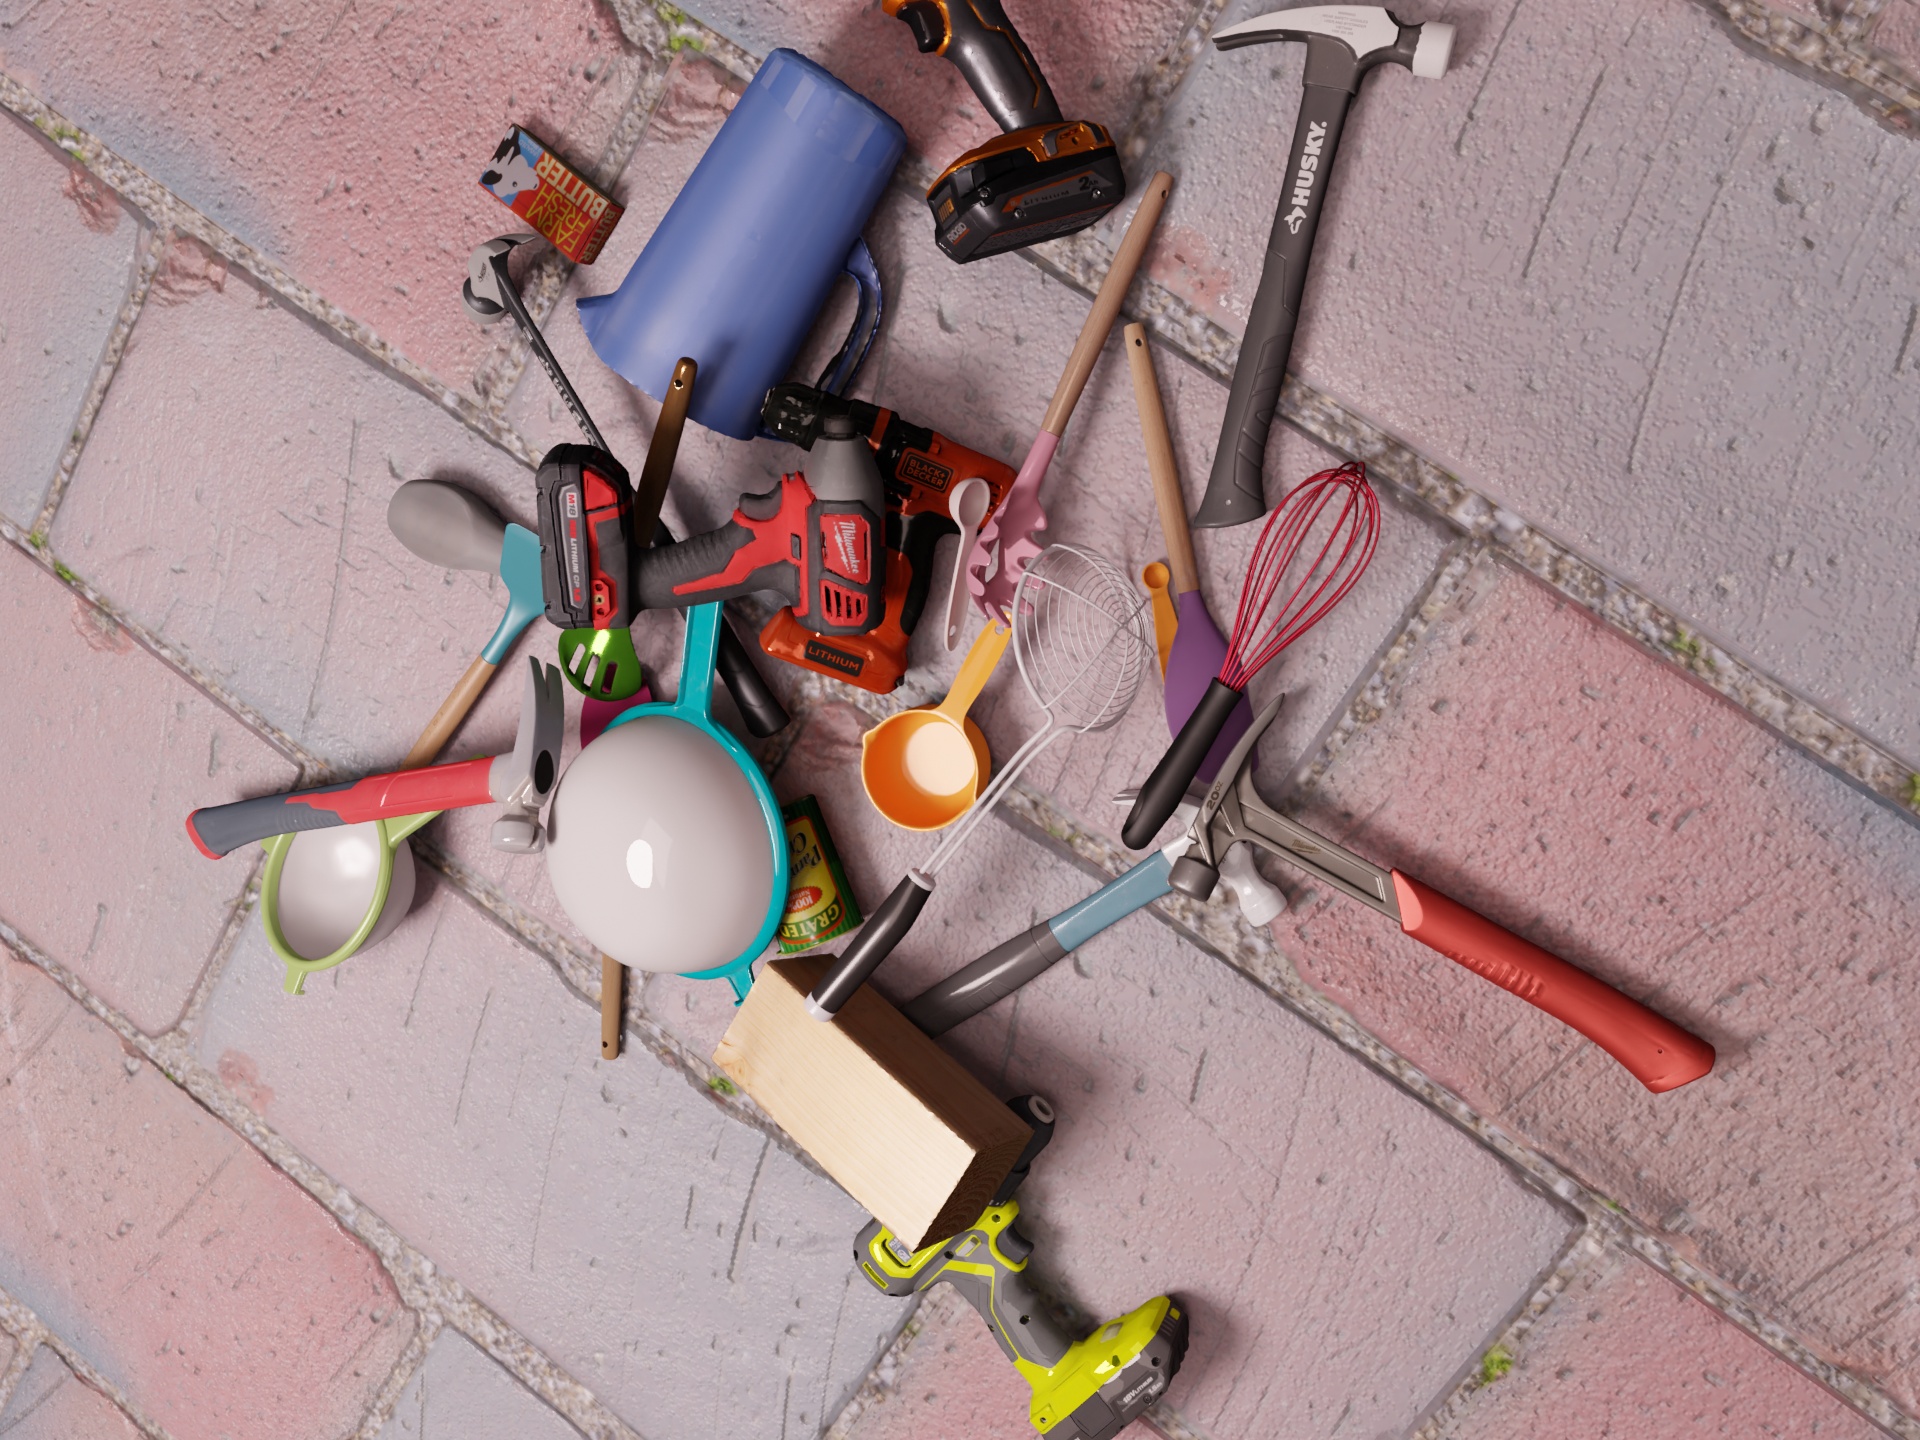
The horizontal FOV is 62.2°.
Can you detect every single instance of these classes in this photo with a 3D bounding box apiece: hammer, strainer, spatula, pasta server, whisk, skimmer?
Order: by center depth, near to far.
[{"bbox_3d":[0.203,-0.287,1.029,0.146,0.035,0.334,15,103,14],"label":"hammer"},{"bbox_3d":[0.325,0.128,1.044,0.359,0.036,0.149,29,86,7],"label":"hammer"},{"bbox_3d":[0.187,-0.039,1.046,0.073,0.073,0.296,32,102,10],"label":"whisk"},{"bbox_3d":[0.076,-0.214,1.058,0.040,0.060,0.316,28,96,42],"label":"pasta server"},{"bbox_3d":[0.147,-0.112,1.079,0.060,0.018,0.316,-12,94,-5],"label":"spatula"},{"bbox_3d":[0.001,0.046,1.080,0.363,0.127,0.090,-51,37,10],"label":"skimmer"},{"bbox_3d":[-0.220,0.039,1.123,0.211,0.095,0.340,23,114,29],"label":"strainer"},{"bbox_3d":[0.061,0.163,1.143,0.331,0.033,0.128,-35,88,19],"label":"hammer"},{"bbox_3d":[-0.239,-0.166,1.155,0.036,0.149,0.409,-33,95,-22],"label":"hammer"},{"bbox_3d":[-0.461,0.047,1.229,0.386,0.038,0.143,-9,68,29],"label":"hammer"},{"bbox_3d":[-0.382,-0.027,1.233,0.082,0.044,0.317,33,116,-17],"label":"spatula"},{"bbox_3d":[-0.448,0.103,1.269,0.256,0.069,0.152,-33,61,18],"label":"strainer"}]

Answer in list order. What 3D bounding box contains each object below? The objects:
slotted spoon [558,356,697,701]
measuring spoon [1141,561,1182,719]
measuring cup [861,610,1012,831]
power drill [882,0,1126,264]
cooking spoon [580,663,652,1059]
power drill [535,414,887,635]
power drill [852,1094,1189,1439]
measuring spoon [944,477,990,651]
[{"bbox_3d":[-0.230,-0.122,1.114,0.070,0.031,0.313,27,129,0],"label":"slotted spoon"},{"bbox_3d":[0.143,-0.052,1.097,0.021,0.011,0.117,-14,97,-11],"label":"measuring spoon"},{"bbox_3d":[-0.002,-0.004,1.129,0.095,0.052,0.173,32,104,10],"label":"measuring cup"},{"bbox_3d":[-0.001,-0.416,1.014,0.164,0.084,0.226,-22,93,-23],"label":"power drill"},{"bbox_3d":[-0.270,0.114,1.247,0.069,0.017,0.319,8,100,23],"label":"cooking spoon"},{"bbox_3d":[-0.157,-0.127,1.033,0.219,0.079,0.143,-1,109,-6],"label":"power drill"},{"bbox_3d":[0.055,0.402,1.161,0.228,0.080,0.190,45,108,9],"label":"power drill"},{"bbox_3d":[-0.003,-0.106,1.079,0.018,0.034,0.124,24,118,32],"label":"measuring spoon"}]
